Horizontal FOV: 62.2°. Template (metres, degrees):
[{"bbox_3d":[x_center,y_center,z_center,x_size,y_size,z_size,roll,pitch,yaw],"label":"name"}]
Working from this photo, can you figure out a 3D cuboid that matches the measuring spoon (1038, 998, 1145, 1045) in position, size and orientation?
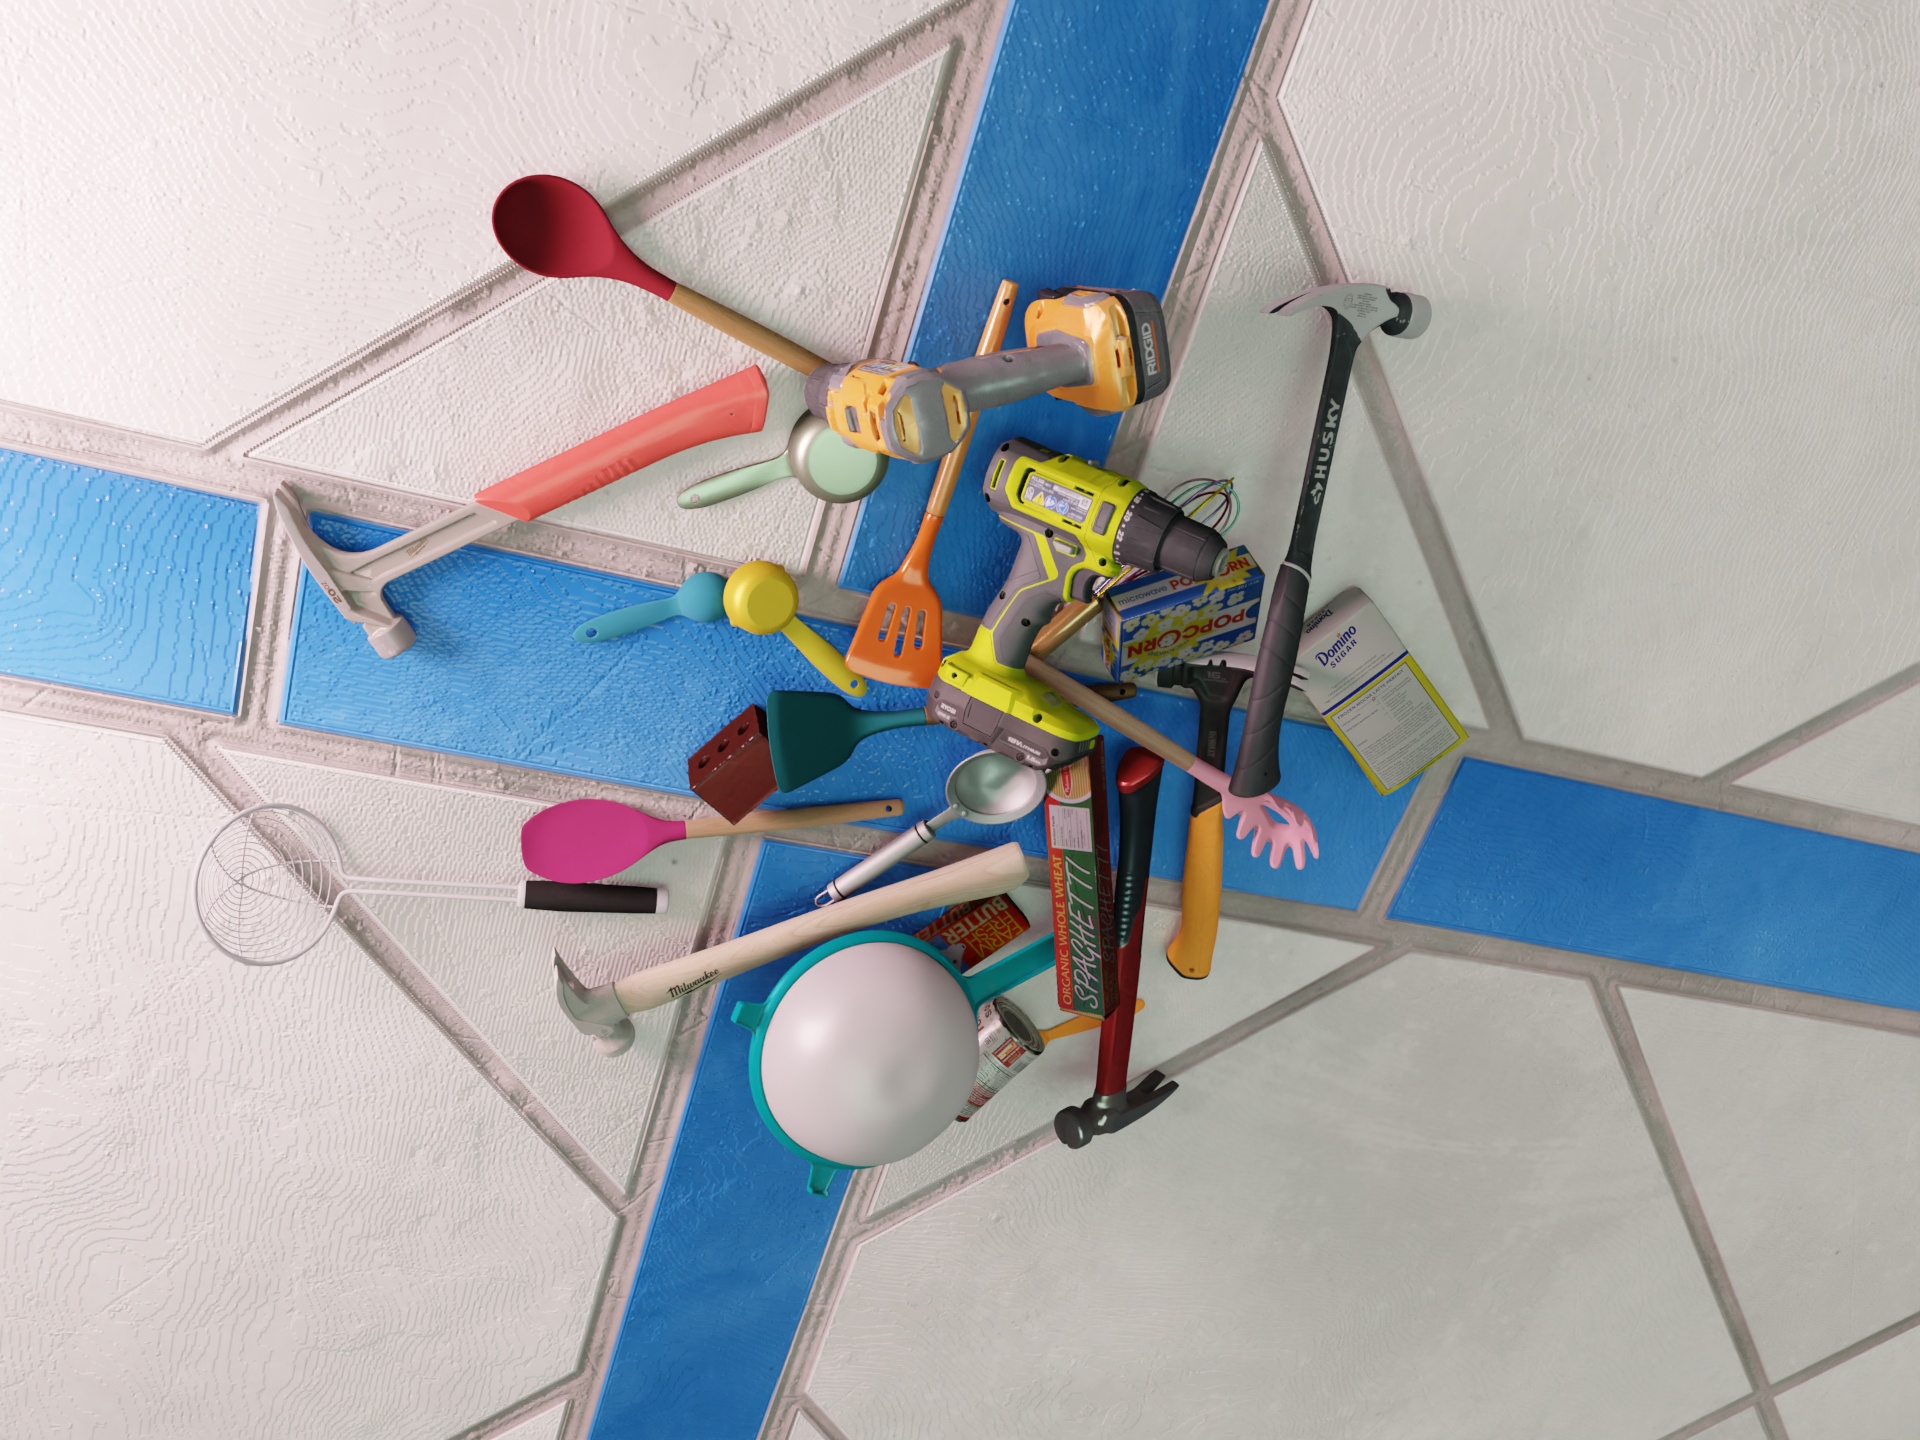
[{"bbox_3d":[0.121,0.289,1.513,0.117,0.011,0.021,-19,119,-2],"label":"measuring spoon"}]

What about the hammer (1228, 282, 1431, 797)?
[{"bbox_3d":[0.263,-0.135,1.241,0.149,0.036,0.409,0,107,-33],"label":"hammer"}]

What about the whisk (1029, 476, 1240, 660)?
[{"bbox_3d":[0.129,-0.114,1.291,0.245,0.047,0.051,-41,119,15],"label":"whisk"}]

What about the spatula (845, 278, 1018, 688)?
[{"bbox_3d":[-0.010,-0.179,1.226,0.081,0.041,0.322,12,113,-16],"label":"spatula"}]

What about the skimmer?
[{"bbox_3d":[-0.415,0.139,1.280,0.363,0.090,0.127,5,85,-17],"label":"skimmer"}]

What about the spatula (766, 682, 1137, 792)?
[{"bbox_3d":[-0.002,-0.004,1.310,0.317,0.044,0.082,-8,96,-12],"label":"spatula"}]

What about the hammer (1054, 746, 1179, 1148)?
[{"bbox_3d":[0.160,0.201,1.438,0.143,0.038,0.386,-17,120,-39],"label":"hammer"}]

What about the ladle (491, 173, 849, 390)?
[{"bbox_3d":[-0.182,-0.295,1.139,0.315,0.031,0.069,24,113,-24],"label":"ladle"}]

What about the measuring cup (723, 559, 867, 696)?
[{"bbox_3d":[-0.122,-0.065,1.263,0.062,0.029,0.156,-50,121,-5],"label":"measuring cup"}]

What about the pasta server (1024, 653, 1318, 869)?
[{"bbox_3d":[0.168,0.028,1.318,0.316,0.040,0.060,31,138,-13],"label":"pasta server"}]

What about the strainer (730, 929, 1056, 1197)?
[{"bbox_3d":[-0.010,0.263,1.355,0.340,0.095,0.211,-26,106,-18],"label":"strainer"}]

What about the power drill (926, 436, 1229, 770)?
[{"bbox_3d":[0.084,-0.082,1.216,0.191,0.080,0.228,26,106,19],"label":"power drill"}]

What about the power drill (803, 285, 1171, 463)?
[{"bbox_3d":[0.009,-0.244,1.121,0.226,0.185,0.084,-21,115,-21],"label":"power drill"}]

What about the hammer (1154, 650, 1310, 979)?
[{"bbox_3d":[0.225,0.092,1.403,0.127,0.034,0.336,8,121,12],"label":"hammer"}]

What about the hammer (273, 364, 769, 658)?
[{"bbox_3d":[-0.309,-0.180,1.167,0.359,0.037,0.149,-25,119,2],"label":"hammer"}]

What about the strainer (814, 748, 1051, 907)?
[{"bbox_3d":[-0.025,0.088,1.363,0.258,0.050,0.086,-35,126,14],"label":"strainer"}]

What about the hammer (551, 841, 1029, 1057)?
[{"bbox_3d":[-0.141,0.179,1.362,0.410,0.038,0.146,-19,142,-3],"label":"hammer"}]

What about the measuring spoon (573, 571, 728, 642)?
[{"bbox_3d":[-0.239,-0.080,1.240,0.128,0.021,0.042,-18,119,-4],"label":"measuring spoon"}]

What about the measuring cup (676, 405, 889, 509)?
[{"bbox_3d":[-0.133,-0.186,1.197,0.167,0.038,0.083,-20,119,-3],"label":"measuring cup"}]

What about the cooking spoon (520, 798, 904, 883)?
[{"bbox_3d":[-0.204,0.089,1.334,0.319,0.017,0.069,-5,84,-11],"label":"cooking spoon"}]
